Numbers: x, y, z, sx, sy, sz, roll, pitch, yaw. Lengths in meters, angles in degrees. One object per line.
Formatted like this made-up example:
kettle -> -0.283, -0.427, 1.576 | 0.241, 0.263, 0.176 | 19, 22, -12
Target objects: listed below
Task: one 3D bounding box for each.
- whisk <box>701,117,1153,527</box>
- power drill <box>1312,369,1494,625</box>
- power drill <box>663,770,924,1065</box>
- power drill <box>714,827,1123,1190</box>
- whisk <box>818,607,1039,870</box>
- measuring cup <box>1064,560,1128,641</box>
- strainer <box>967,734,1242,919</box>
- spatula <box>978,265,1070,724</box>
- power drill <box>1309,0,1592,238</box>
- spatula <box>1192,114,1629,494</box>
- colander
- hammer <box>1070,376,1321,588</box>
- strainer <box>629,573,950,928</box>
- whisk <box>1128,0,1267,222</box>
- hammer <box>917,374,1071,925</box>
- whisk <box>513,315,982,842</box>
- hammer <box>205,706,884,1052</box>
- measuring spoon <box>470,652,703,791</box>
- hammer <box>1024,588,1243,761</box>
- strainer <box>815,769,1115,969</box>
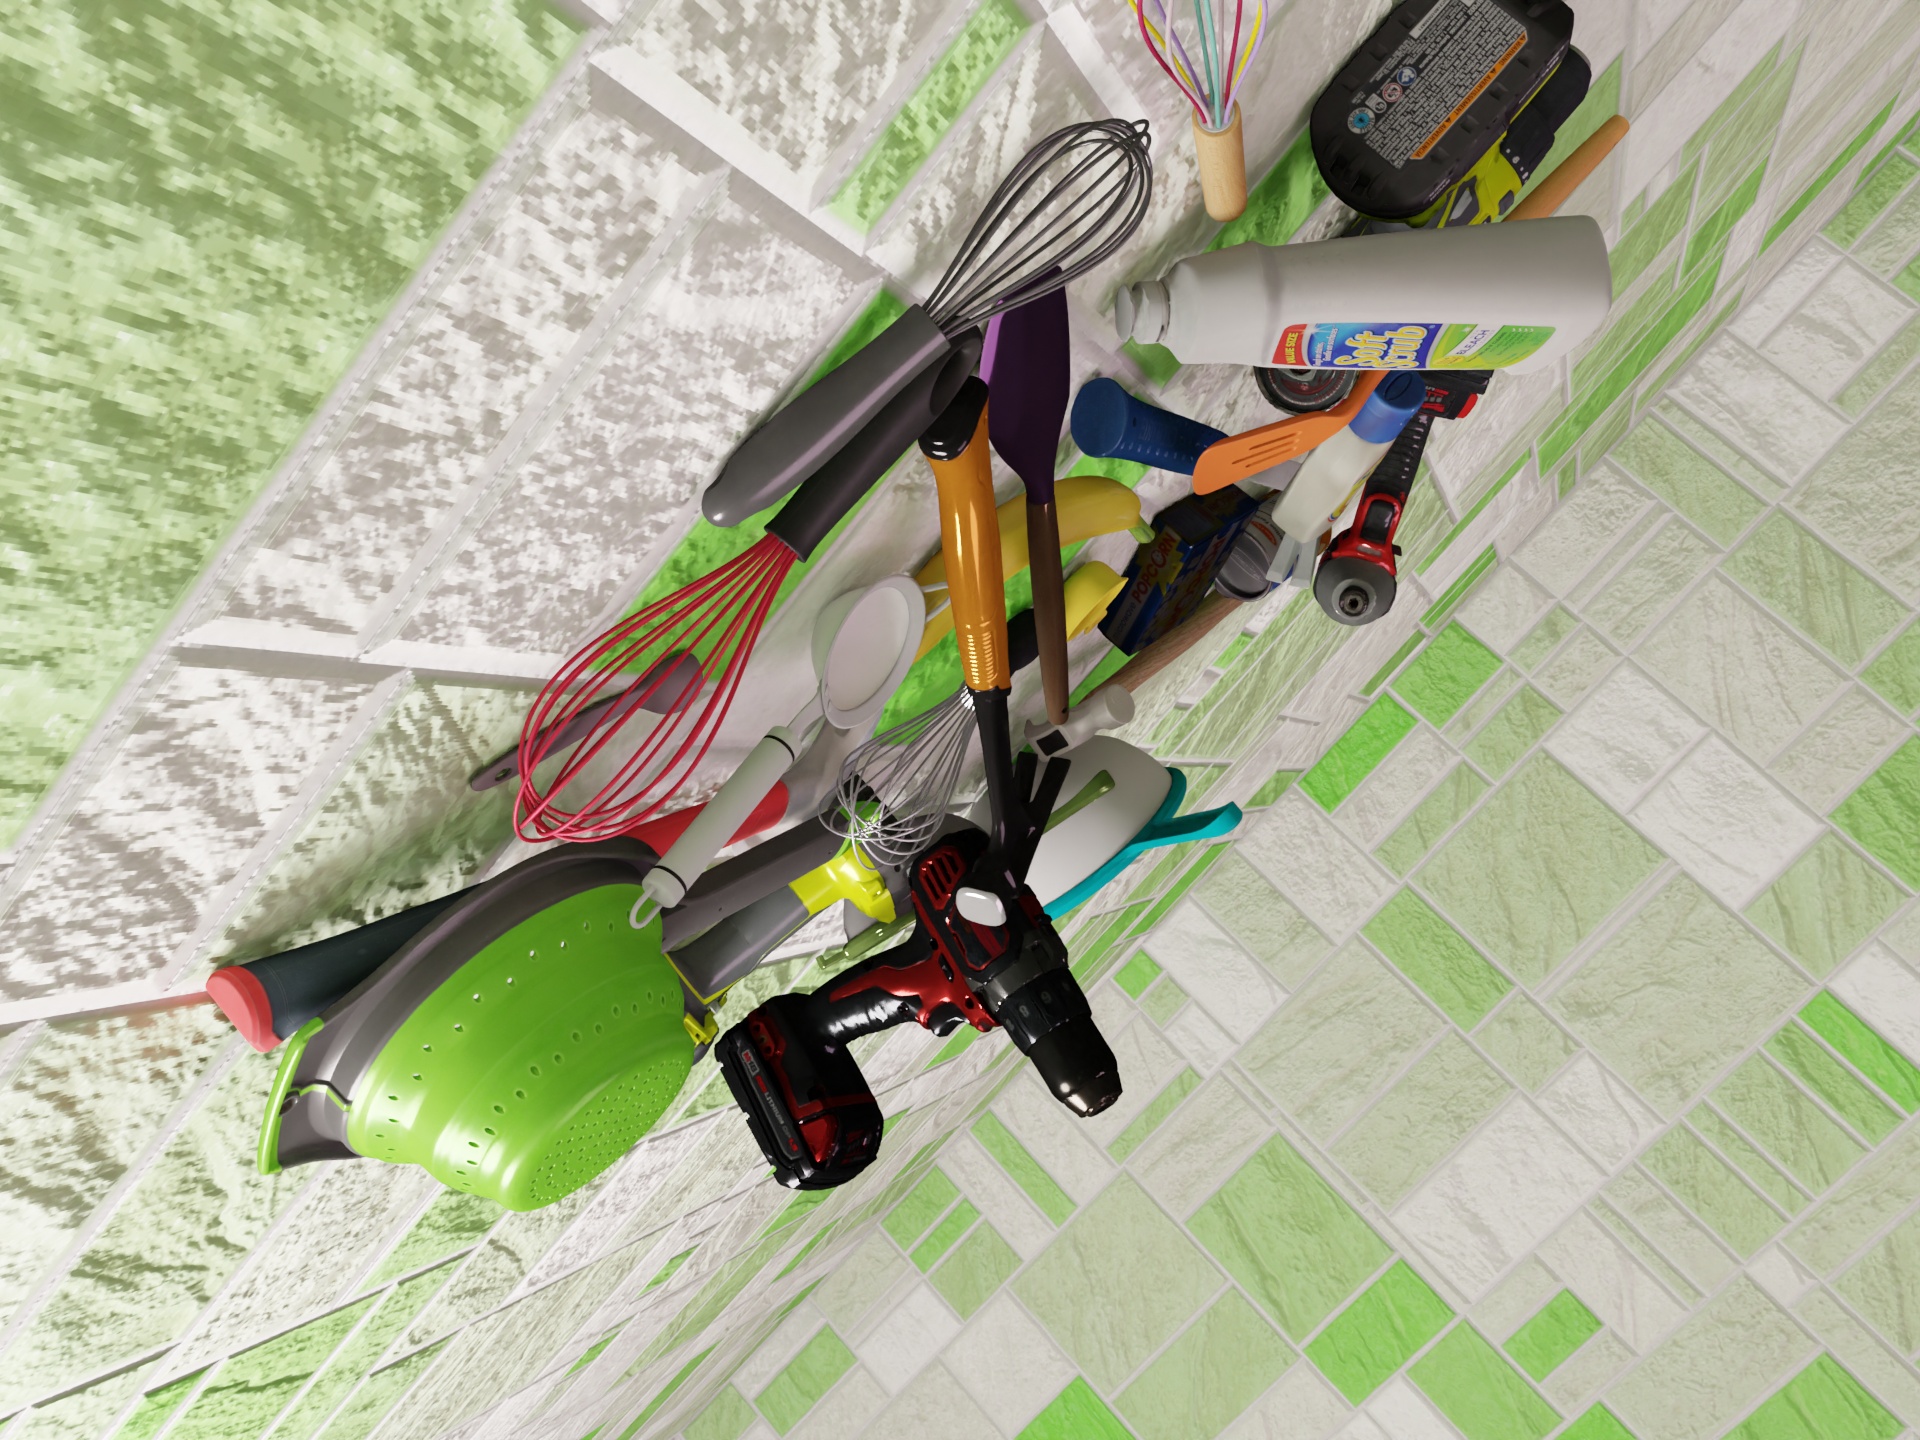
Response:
whisk -> -0.014, -0.160, 0.645 | 0.239, 0.055, 0.055 | -41, 164, 2
power drill -> 0.319, -0.177, 1.177 | 0.143, 0.078, 0.219 | -49, 156, -67
power drill -> -0.130, 0.143, 1.042 | 0.223, 0.080, 0.171 | -38, 162, -11
power drill -> -0.023, 0.200, 0.976 | 0.226, 0.188, 0.080 | -40, 156, 16
whisk -> -0.002, -0.004, 0.954 | 0.070, 0.070, 0.285 | -58, 175, 38
measuring cup -> 0.086, -0.081, 1.123 | 0.062, 0.029, 0.156 | -46, 175, 2
strainer -> 0.098, 0.066, 1.233 | 0.211, 0.095, 0.340 | -42, -172, -23
spatula -> 0.042, -0.099, 0.843 | 0.060, 0.018, 0.315 | -37, 146, -21
power drill -> 0.279, -0.328, 0.889 | 0.190, 0.080, 0.228 | -47, 166, 12
spatula -> 0.262, -0.239, 0.915 | 0.322, 0.041, 0.081 | -45, 169, -2
colander -> -0.145, 0.135, 0.802 | 0.397, 0.094, 0.204 | -25, 152, -50
hammer -> 0.173, -0.164, 1.029 | 0.405, 0.035, 0.144 | -5, 108, -60
strainer -> -0.085, 0.005, 0.784 | 0.258, 0.050, 0.086 | -53, 154, -36
whisk -> 0.104, -0.270, 0.680 | 0.047, 0.051, 0.245 | -26, 170, 9
hammer -> 0.016, -0.039, 0.840 | 0.336, 0.034, 0.127 | 82, 26, -46
whisk -> -0.088, -0.061, 0.683 | 0.296, 0.073, 0.073 | -50, 164, -5
hammer -> -0.182, 0.066, 0.788 | 0.386, 0.038, 0.143 | -20, 149, -55
measuring spoon -> -0.164, 0.005, 0.719 | 0.124, 0.018, 0.034 | -32, 160, -35
hammer -> 0.161, -0.055, 1.287 | 0.130, 0.031, 0.331 | -29, -174, 46
strainer -> 0.000, 0.085, 1.155 | 0.256, 0.069, 0.151 | -37, 172, 30
